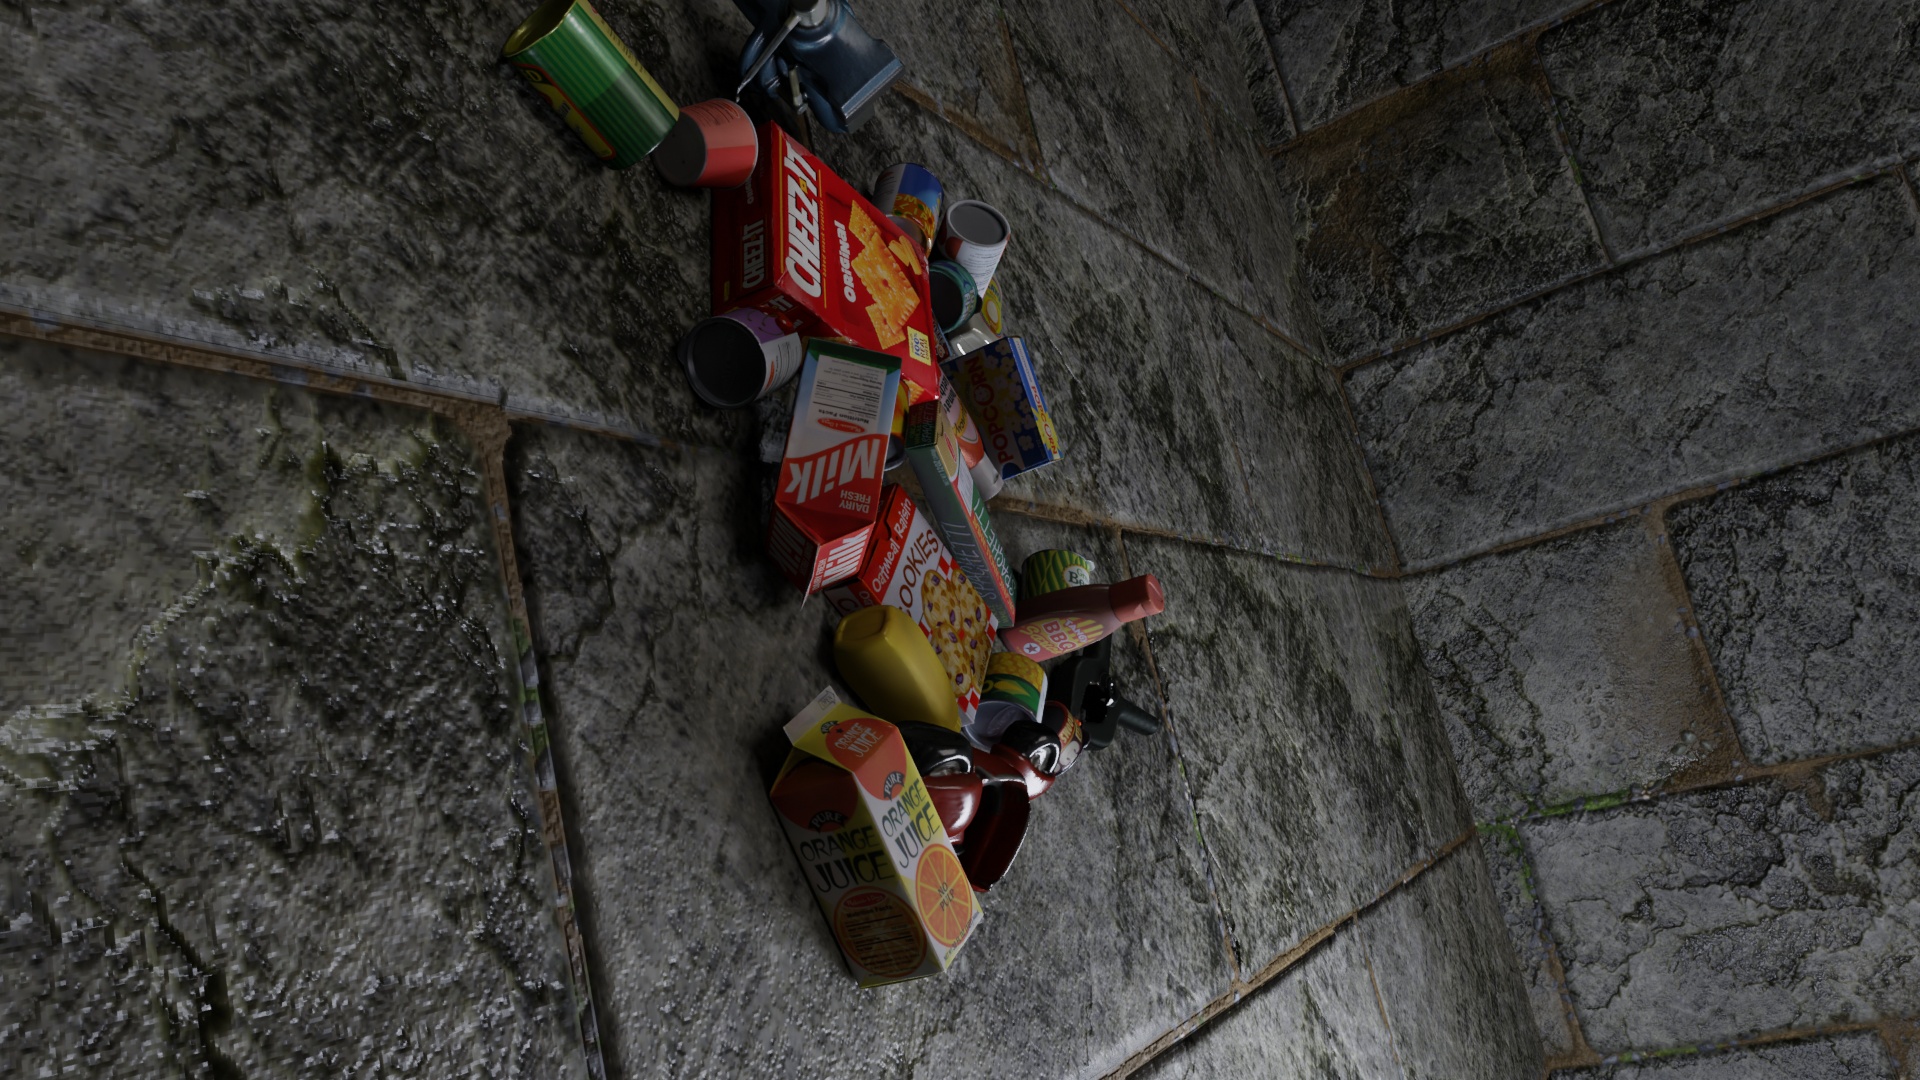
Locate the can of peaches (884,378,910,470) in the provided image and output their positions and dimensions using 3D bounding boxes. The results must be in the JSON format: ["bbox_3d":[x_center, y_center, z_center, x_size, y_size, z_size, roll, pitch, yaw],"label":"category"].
[{"bbox_3d":[-0.075,-0.096,1.122,0.071,0.071,0.058,36,43,-48],"label":"can of peaches"}]

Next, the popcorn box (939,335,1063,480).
[{"bbox_3d":[0.036,-0.122,1.320,0.038,0.085,0.126,-14,85,-64],"label":"popcorn box"}]

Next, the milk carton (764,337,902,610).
[{"bbox_3d":[-0.095,-0.047,1.005,0.073,0.072,0.191,12,56,-8],"label":"milk carton"}]

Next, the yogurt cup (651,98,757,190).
[{"bbox_3d":[-0.193,-0.294,1.037,0.054,0.072,0.072,-30,99,-55],"label":"yogurt cup"}]

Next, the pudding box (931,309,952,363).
[{"bbox_3d":[-0.044,-0.198,1.284,0.083,0.030,0.050,65,26,-10],"label":"pudding box"}]

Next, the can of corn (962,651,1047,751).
[{"bbox_3d":[0.036,0.136,1.174,0.071,0.071,0.058,54,30,-29],"label":"can of corn"}]

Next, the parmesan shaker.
[{"bbox_3d":[-0.248,-0.309,0.939,0.103,0.071,0.072,48,34,-37],"label":"parmesan shaker"}]

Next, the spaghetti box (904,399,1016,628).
[{"bbox_3d":[0.004,-0.015,1.180,0.249,0.028,0.050,66,22,-47],"label":"spaghetti box"}]

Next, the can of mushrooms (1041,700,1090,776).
[{"bbox_3d":[0.075,0.173,1.213,0.033,0.071,0.071,54,31,-26],"label":"can of mushrooms"}]

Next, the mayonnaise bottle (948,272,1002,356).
[{"bbox_3d":[0.017,-0.247,1.416,0.064,0.041,0.149,41,39,-41],"label":"mayonnaise bottle"}]

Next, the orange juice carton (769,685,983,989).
[{"bbox_3d":[-0.064,0.196,0.939,0.192,0.073,0.072,66,28,-7],"label":"orange juice carton"}]

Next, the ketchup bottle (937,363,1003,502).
[{"bbox_3d":[-0.013,-0.100,1.262,0.148,0.043,0.065,56,34,-27],"label":"ketchup bottle"}]

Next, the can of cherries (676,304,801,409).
[{"bbox_3d":[-0.158,-0.134,0.996,0.071,0.071,0.058,66,27,-9],"label":"can of cherries"}]

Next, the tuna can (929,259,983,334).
[{"bbox_3d":[-0.017,-0.228,1.310,0.071,0.071,0.033,65,29,-10],"label":"tuna can"}]

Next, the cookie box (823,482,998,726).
[{"bbox_3d":[-0.034,0.054,1.123,0.167,0.040,0.123,55,31,-28],"label":"cookie box"}]

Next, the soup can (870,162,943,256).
[{"bbox_3d":[-0.051,-0.300,1.296,0.071,0.071,0.084,49,34,-35],"label":"soup can"}]

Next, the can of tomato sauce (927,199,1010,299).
[{"bbox_3d":[0.004,-0.279,1.345,0.071,0.082,0.071,10,52,-14],"label":"can of tomato sauce"}]

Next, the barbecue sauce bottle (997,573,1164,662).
[{"bbox_3d":[0.111,0.068,1.263,0.064,0.148,0.044,50,33,-36],"label":"barbecue sauce bottle"}]

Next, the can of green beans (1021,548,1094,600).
[{"bbox_3d":[0.091,0.050,1.328,0.071,0.071,0.058,44,37,-41],"label":"can of green beans"}]

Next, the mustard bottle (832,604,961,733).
[{"bbox_3d":[-0.038,0.116,1.056,0.159,0.065,0.049,59,29,-37],"label":"mustard bottle"}]
